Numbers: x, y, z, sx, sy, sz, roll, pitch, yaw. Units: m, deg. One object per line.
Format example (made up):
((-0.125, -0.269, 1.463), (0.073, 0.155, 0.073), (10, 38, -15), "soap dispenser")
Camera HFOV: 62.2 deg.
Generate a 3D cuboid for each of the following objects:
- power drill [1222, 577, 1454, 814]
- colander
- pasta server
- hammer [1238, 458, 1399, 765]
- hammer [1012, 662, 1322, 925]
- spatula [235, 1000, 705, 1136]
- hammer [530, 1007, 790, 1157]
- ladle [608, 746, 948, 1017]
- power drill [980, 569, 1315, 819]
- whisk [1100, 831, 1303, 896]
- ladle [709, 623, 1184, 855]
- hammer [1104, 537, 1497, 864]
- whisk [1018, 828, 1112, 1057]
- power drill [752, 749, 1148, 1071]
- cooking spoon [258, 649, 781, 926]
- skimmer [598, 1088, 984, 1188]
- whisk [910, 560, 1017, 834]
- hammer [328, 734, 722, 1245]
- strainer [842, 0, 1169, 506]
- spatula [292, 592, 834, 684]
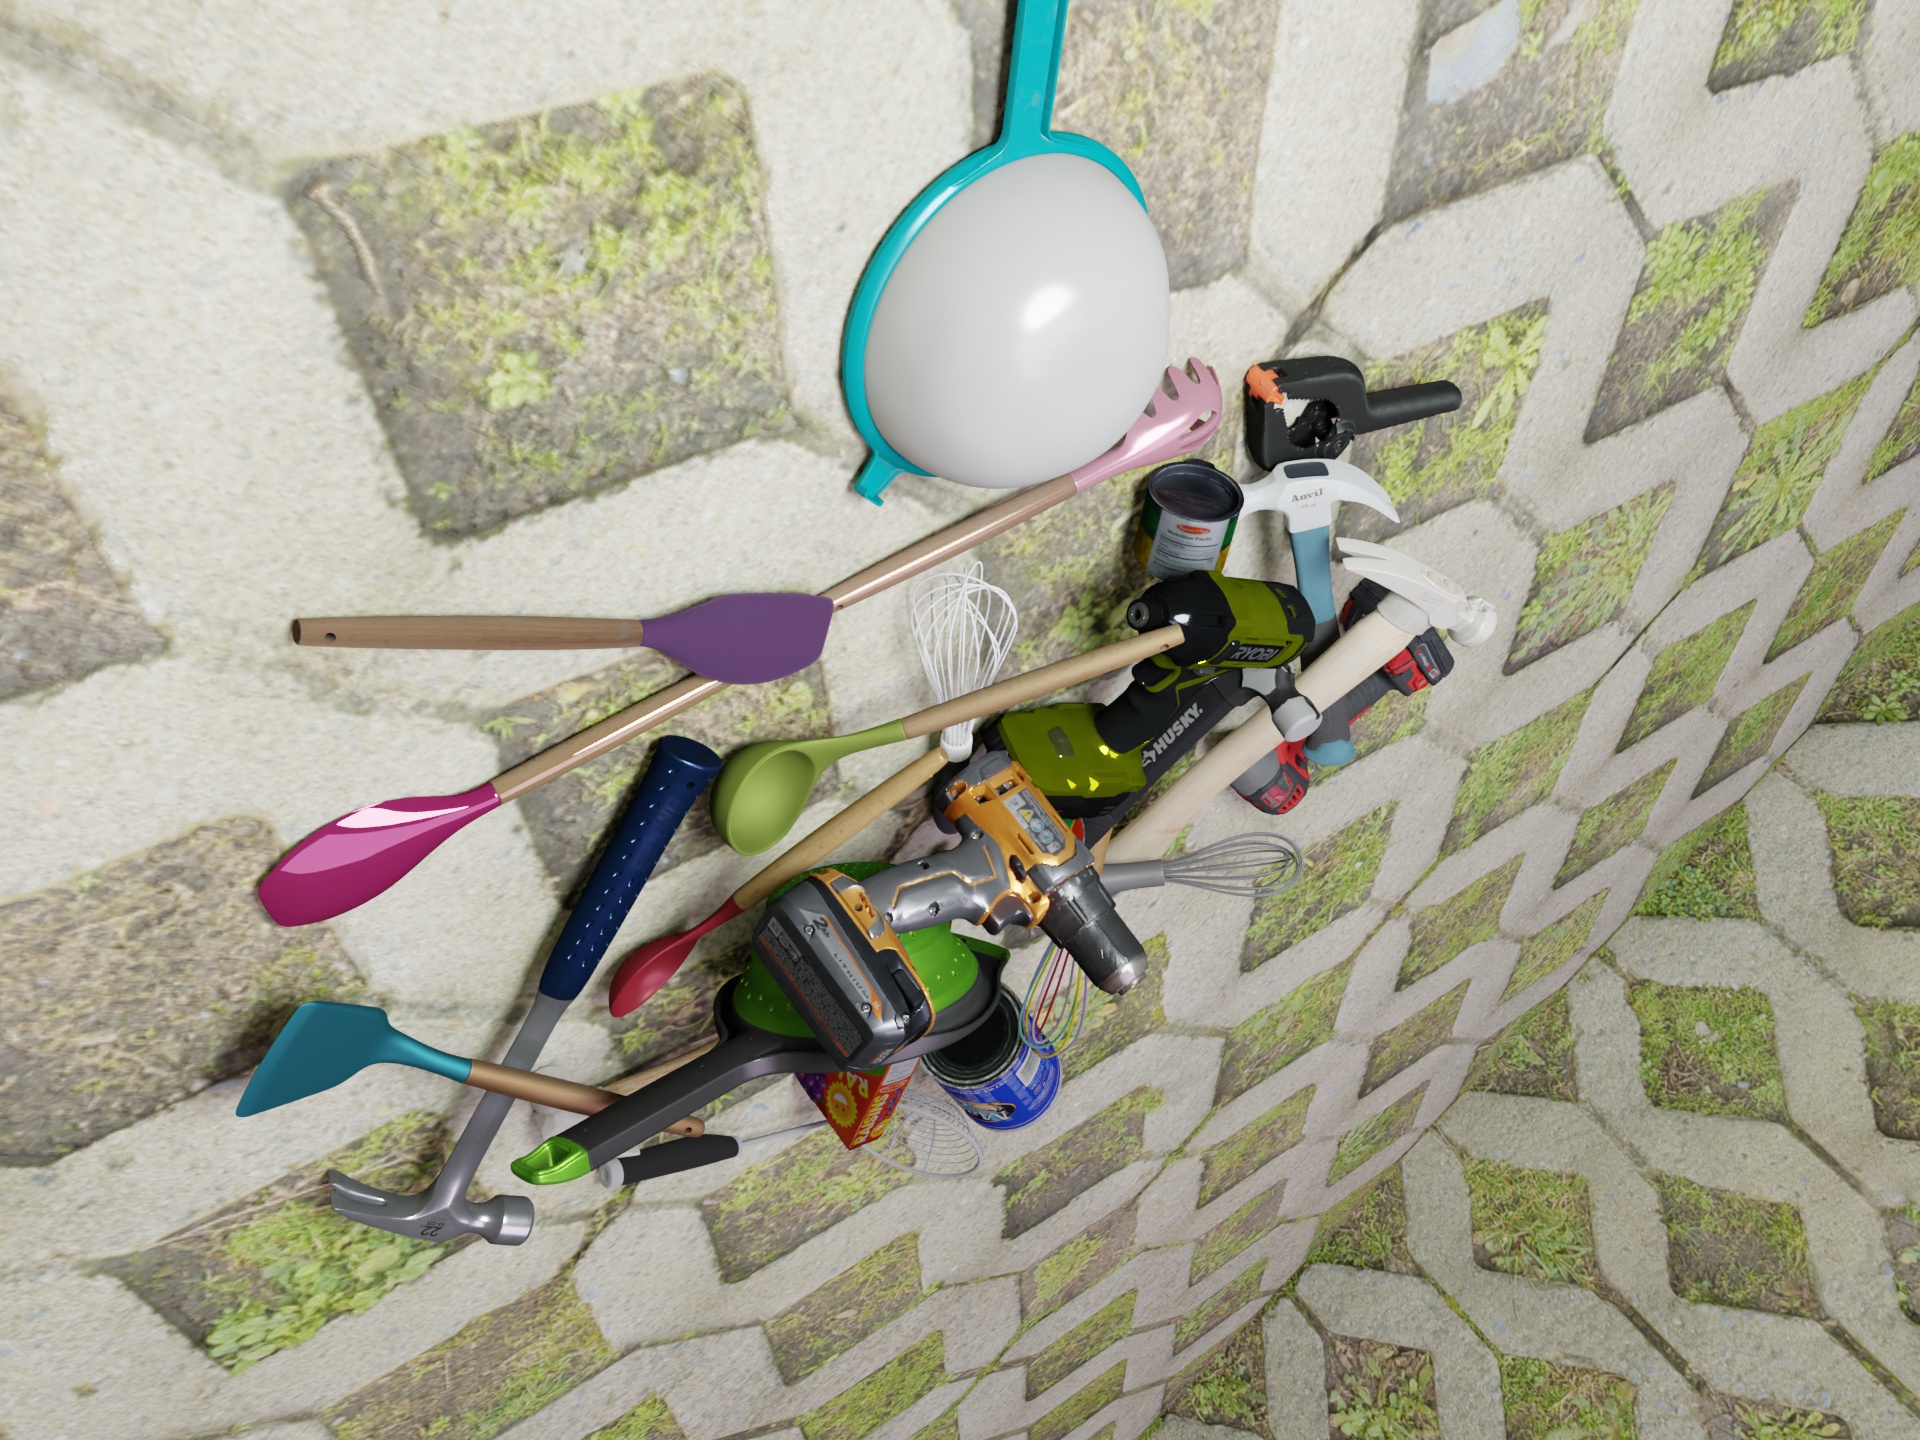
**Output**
((0.320, -0.015, 1.402), (0.219, 0.079, 0.143), (-45, 147, 8), "power drill")
((-0.130, 0.181, 1.063), (0.397, 0.205, 0.094), (-22, 112, -45), "colander")
((0.043, -0.143, 1.007), (0.316, 0.040, 0.060), (-28, 145, -15), "pasta server")
((0.276, -0.073, 1.235), (0.128, 0.033, 0.330), (-14, 139, 6), "hammer")
((0.126, 0.048, 1.250), (0.035, 0.146, 0.334), (4, 137, -48), "hammer")
((-0.285, 0.232, 0.992), (0.317, 0.044, 0.082), (27, 101, -39), "spatula")
((-0.156, 0.242, 1.198), (0.331, 0.031, 0.130), (-21, 144, -18), "hammer")
((-0.125, 0.105, 1.031), (0.315, 0.031, 0.069), (-37, 172, 25), "ladle")
((0.123, -0.021, 1.122), (0.171, 0.080, 0.223), (0, 145, -46), "power drill")
((0.170, 0.131, 1.344), (0.239, 0.055, 0.055), (-6, 144, 6), "whisk")
((-0.008, 0.006, 1.006), (0.320, 0.062, 0.078), (-19, 146, 2), "ladle")
((0.227, 0.013, 1.274), (0.146, 0.038, 0.410), (21, 132, -27), "hammer")
((0.093, 0.159, 1.316), (0.051, 0.047, 0.245), (14, 91, -14), "whisk")
((0.003, 0.138, 1.033), (0.226, 0.185, 0.084), (-30, 165, -35), "power drill")
((-0.241, 0.029, 0.906), (0.319, 0.017, 0.068), (-30, 142, -19), "cooking spoon")
((-0.136, 0.379, 1.352), (0.363, 0.090, 0.127), (-1, 160, -43), "skimmer")
((-0.001, -0.003, 1.094), (0.070, 0.070, 0.284), (-28, 149, -22), "whisk")
((-0.268, 0.182, 1.019), (0.144, 0.035, 0.405), (18, 112, -35), "hammer")
((0.052, -0.247, 0.829), (0.211, 0.095, 0.340), (-24, 144, -26), "strainer")
((-0.198, -0.045, 0.858), (0.315, 0.018, 0.059), (-2, 118, -42), "spatula")
